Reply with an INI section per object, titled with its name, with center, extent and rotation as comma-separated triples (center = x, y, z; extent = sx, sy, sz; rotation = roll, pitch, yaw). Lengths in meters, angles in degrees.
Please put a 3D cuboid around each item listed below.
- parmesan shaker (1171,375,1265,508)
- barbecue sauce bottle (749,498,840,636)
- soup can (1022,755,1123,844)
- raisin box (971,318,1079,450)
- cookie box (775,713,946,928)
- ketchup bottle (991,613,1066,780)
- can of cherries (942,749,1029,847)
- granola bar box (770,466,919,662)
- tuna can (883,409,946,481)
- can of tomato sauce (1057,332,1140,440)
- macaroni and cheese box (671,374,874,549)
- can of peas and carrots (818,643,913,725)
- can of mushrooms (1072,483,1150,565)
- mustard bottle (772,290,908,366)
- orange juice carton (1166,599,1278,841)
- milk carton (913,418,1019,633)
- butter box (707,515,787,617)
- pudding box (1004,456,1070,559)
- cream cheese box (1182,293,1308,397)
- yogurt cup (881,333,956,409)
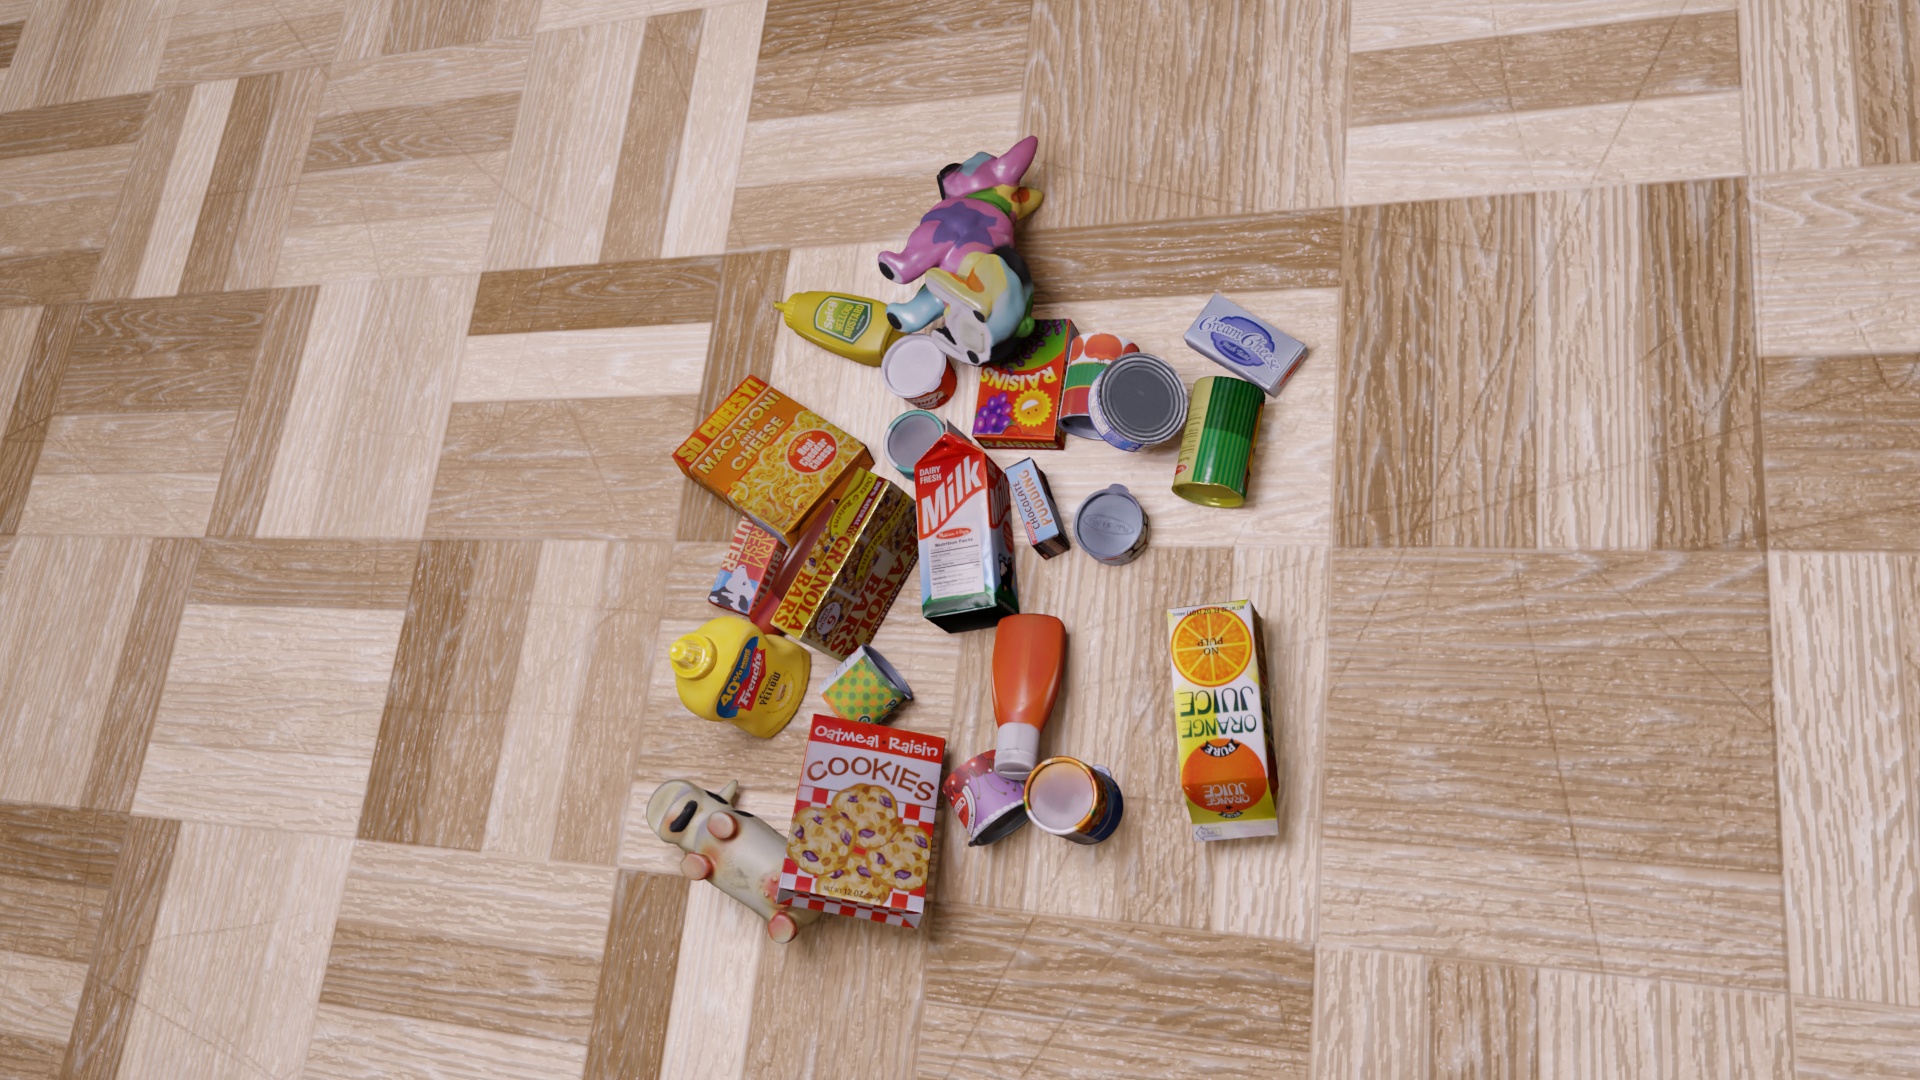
[parmesan shaker]
center = 0.232, -0.088, 1.237
extent = 0.071, 0.071, 0.103
rotation = 9, 76, 23
[barbecue sauce bottle]
center = -0.147, 0.029, 1.351
extent = 0.148, 0.065, 0.044
rotation = -50, 61, 9
[soup can]
center = 0.097, 0.219, 1.181
extent = 0.071, 0.083, 0.071
rotation = -7, 71, 19
[raisin box]
center = 0.064, -0.151, 1.340
extent = 0.086, 0.040, 0.123
rotation = 3, 75, 21
[cookie box]
center = -0.084, 0.241, 1.210
extent = 0.123, 0.040, 0.168
rotation = 11, 53, -4
[ketchup bottle]
center = 0.056, 0.136, 1.221
extent = 0.065, 0.043, 0.149
rotation = -2, 53, 16
[can of cherries]
center = 0.024, 0.226, 1.215
extent = 0.071, 0.071, 0.058
rotation = -37, 64, 6
[granola bar box]
center = -0.096, 0.027, 1.295
extent = 0.039, 0.124, 0.165
rotation = 27, 84, 26
[tuna can]
center = -0.038, -0.094, 1.364
extent = 0.071, 0.033, 0.071
rotation = -6, 71, 20
[can of tomato sauce]
center = 0.132, -0.143, 1.296
extent = 0.071, 0.071, 0.083
rotation = 4, 74, 22
[macaroni and cheese box]
center = -0.189, -0.080, 1.399
extent = 0.167, 0.040, 0.124
rotation = 32, 71, 27
[can of peas and carrots]
center = -0.087, 0.140, 1.288
extent = 0.058, 0.071, 0.071
rotation = -43, 64, 4
[can of mushrooms]
center = 0.140, -0.014, 1.269
extent = 0.071, 0.033, 0.071
rotation = -7, 71, 20
[mustard bottle]
center = -0.133, -0.226, 1.434
extent = 0.160, 0.048, 0.065
rotation = 18, 79, 25
[orange juice carton]
center = 0.221, 0.152, 1.162
extent = 0.072, 0.073, 0.193
rotation = -8, 71, 18
[milk carton]
center = 0.005, -0.016, 1.301
extent = 0.073, 0.072, 0.191
rotation = -10, 71, 18
[butter box]
center = -0.210, 0.023, 1.395
extent = 0.053, 0.024, 0.103
rotation = 17, 80, 25
[pudding box]
center = 0.072, -0.030, 1.291
extent = 0.030, 0.049, 0.084
rotation = -23, 67, 11
[cream cheese box]
center = 0.262, -0.180, 1.282
extent = 0.104, 0.024, 0.053
rotation = 37, 88, 27
[yogurt cup]
center = -0.038, -0.164, 1.375
extent = 0.072, 0.054, 0.072
rotation = -6, 71, 19
